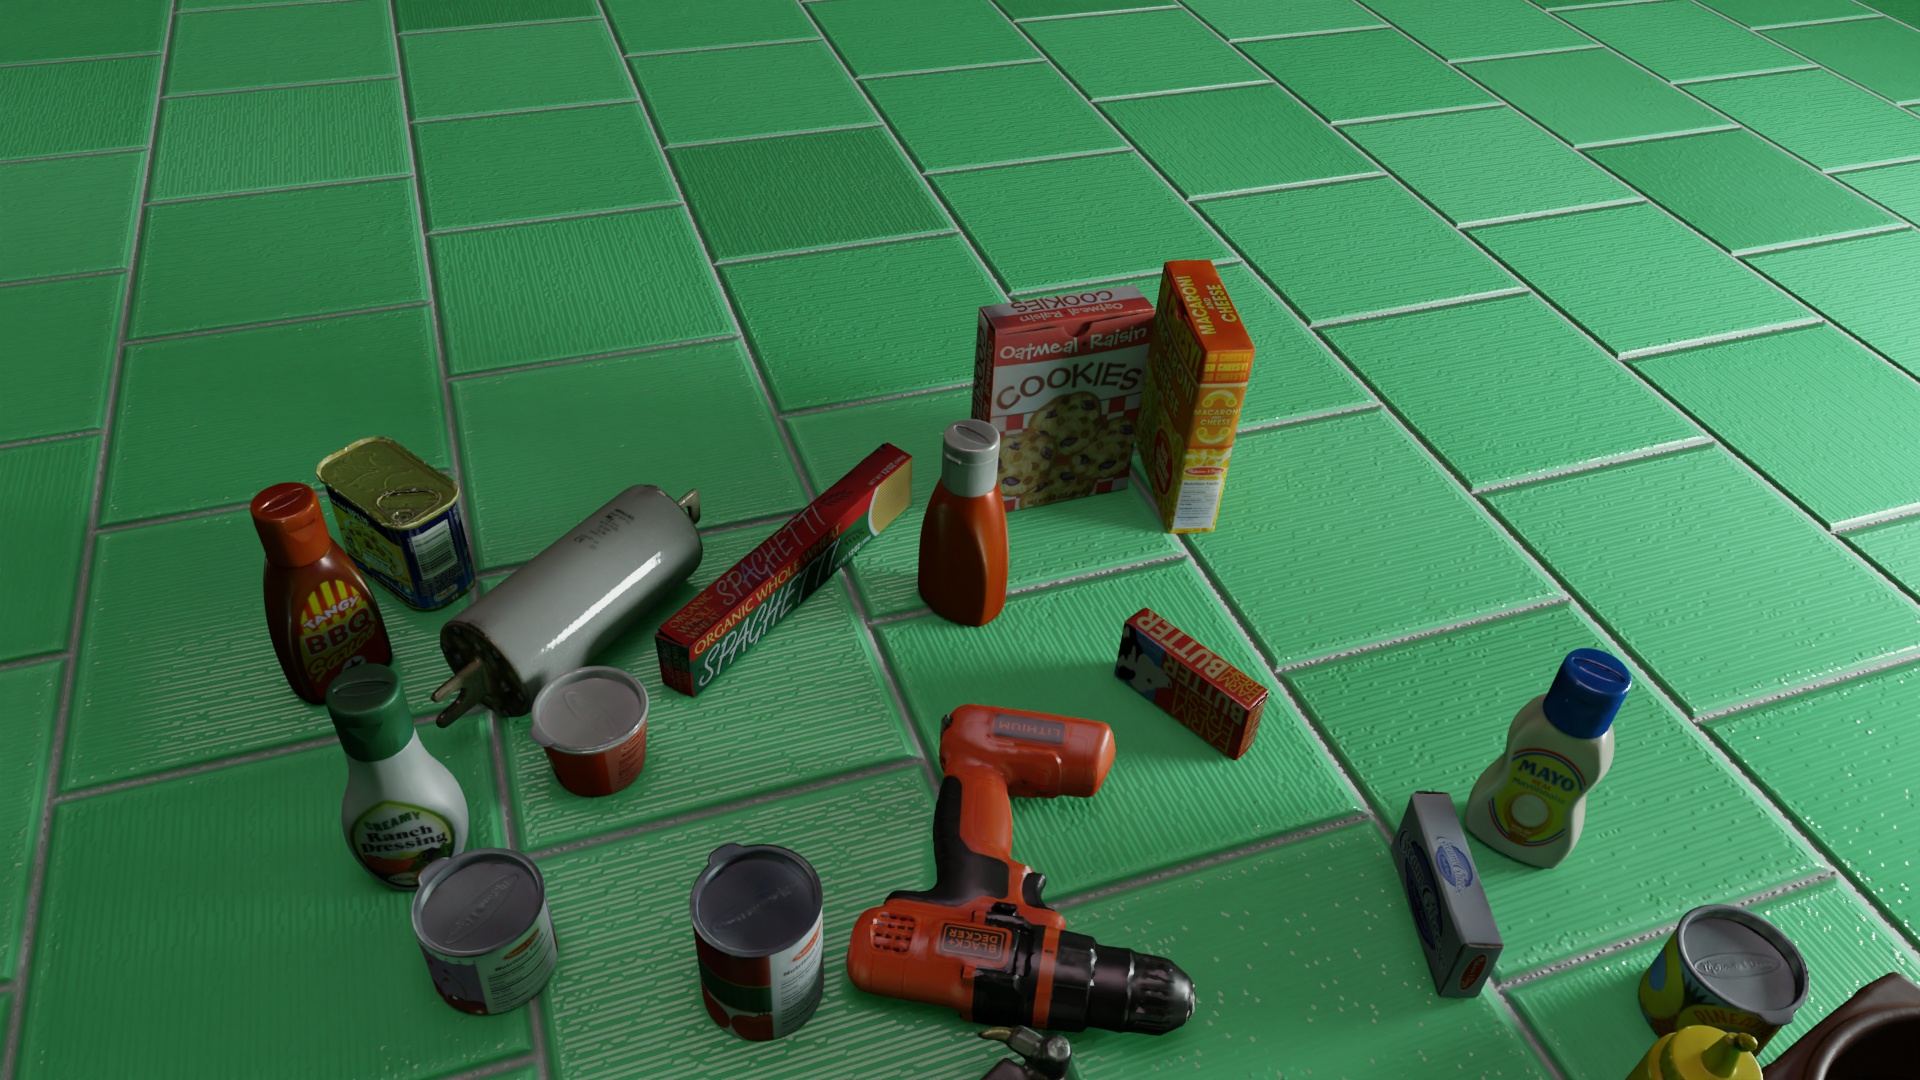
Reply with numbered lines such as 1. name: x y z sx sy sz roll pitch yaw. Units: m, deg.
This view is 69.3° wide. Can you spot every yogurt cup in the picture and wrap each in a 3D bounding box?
1. yogurt cup: -0.221 0.118 0.840 0.072 0.053 0.073 2 41 -2

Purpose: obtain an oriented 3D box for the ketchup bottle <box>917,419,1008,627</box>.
1. ketchup bottle: 0.003 -0.012 0.933 0.065 0.148 0.044 29 47 26

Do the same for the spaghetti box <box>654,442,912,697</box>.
1. spaghetti box: -0.116 0.015 0.968 0.029 0.049 0.251 25 46 23

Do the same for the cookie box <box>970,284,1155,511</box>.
1. cookie box: 0.072 -0.101 1.027 0.123 0.166 0.040 -11 43 -16

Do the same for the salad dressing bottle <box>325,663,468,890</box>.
1. salad dressing bottle: -0.307 0.129 0.750 0.064 0.146 0.044 -6 42 -11

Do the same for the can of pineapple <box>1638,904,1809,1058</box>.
1. can of pineapple: 0.408 0.241 0.745 0.071 0.057 0.071 2 41 -2

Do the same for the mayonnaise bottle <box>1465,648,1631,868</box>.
1. mayonnaise bottle: 0.343 0.126 0.803 0.065 0.147 0.041 25 45 22

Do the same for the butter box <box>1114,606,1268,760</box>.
1. butter box: 0.148 0.092 0.898 0.024 0.052 0.104 -31 52 -33

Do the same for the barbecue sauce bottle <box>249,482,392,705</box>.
1. barbecue sauce bottle: -0.397 0.032 0.853 0.044 0.147 0.065 31 48 28

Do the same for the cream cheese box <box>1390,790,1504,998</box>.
1. cream cheese box: 0.273 0.199 0.786 0.024 0.053 0.104 1 41 -3

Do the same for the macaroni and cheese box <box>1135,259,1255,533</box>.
1. macaroni and cheese box: 0.171 -0.107 1.042 0.040 0.165 0.124 -3 42 -7

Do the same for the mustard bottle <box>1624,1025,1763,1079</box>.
1. mustard bottle: 0.327 0.263 0.636 0.065 0.159 0.049 -24 48 -28

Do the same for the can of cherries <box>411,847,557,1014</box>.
1. can of cherries: -0.251 0.205 0.735 0.071 0.058 0.072 2 41 -2

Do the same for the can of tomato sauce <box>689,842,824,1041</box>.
1. can of tomato sauce: -0.106 0.209 0.723 0.071 0.082 0.071 2 41 -2
